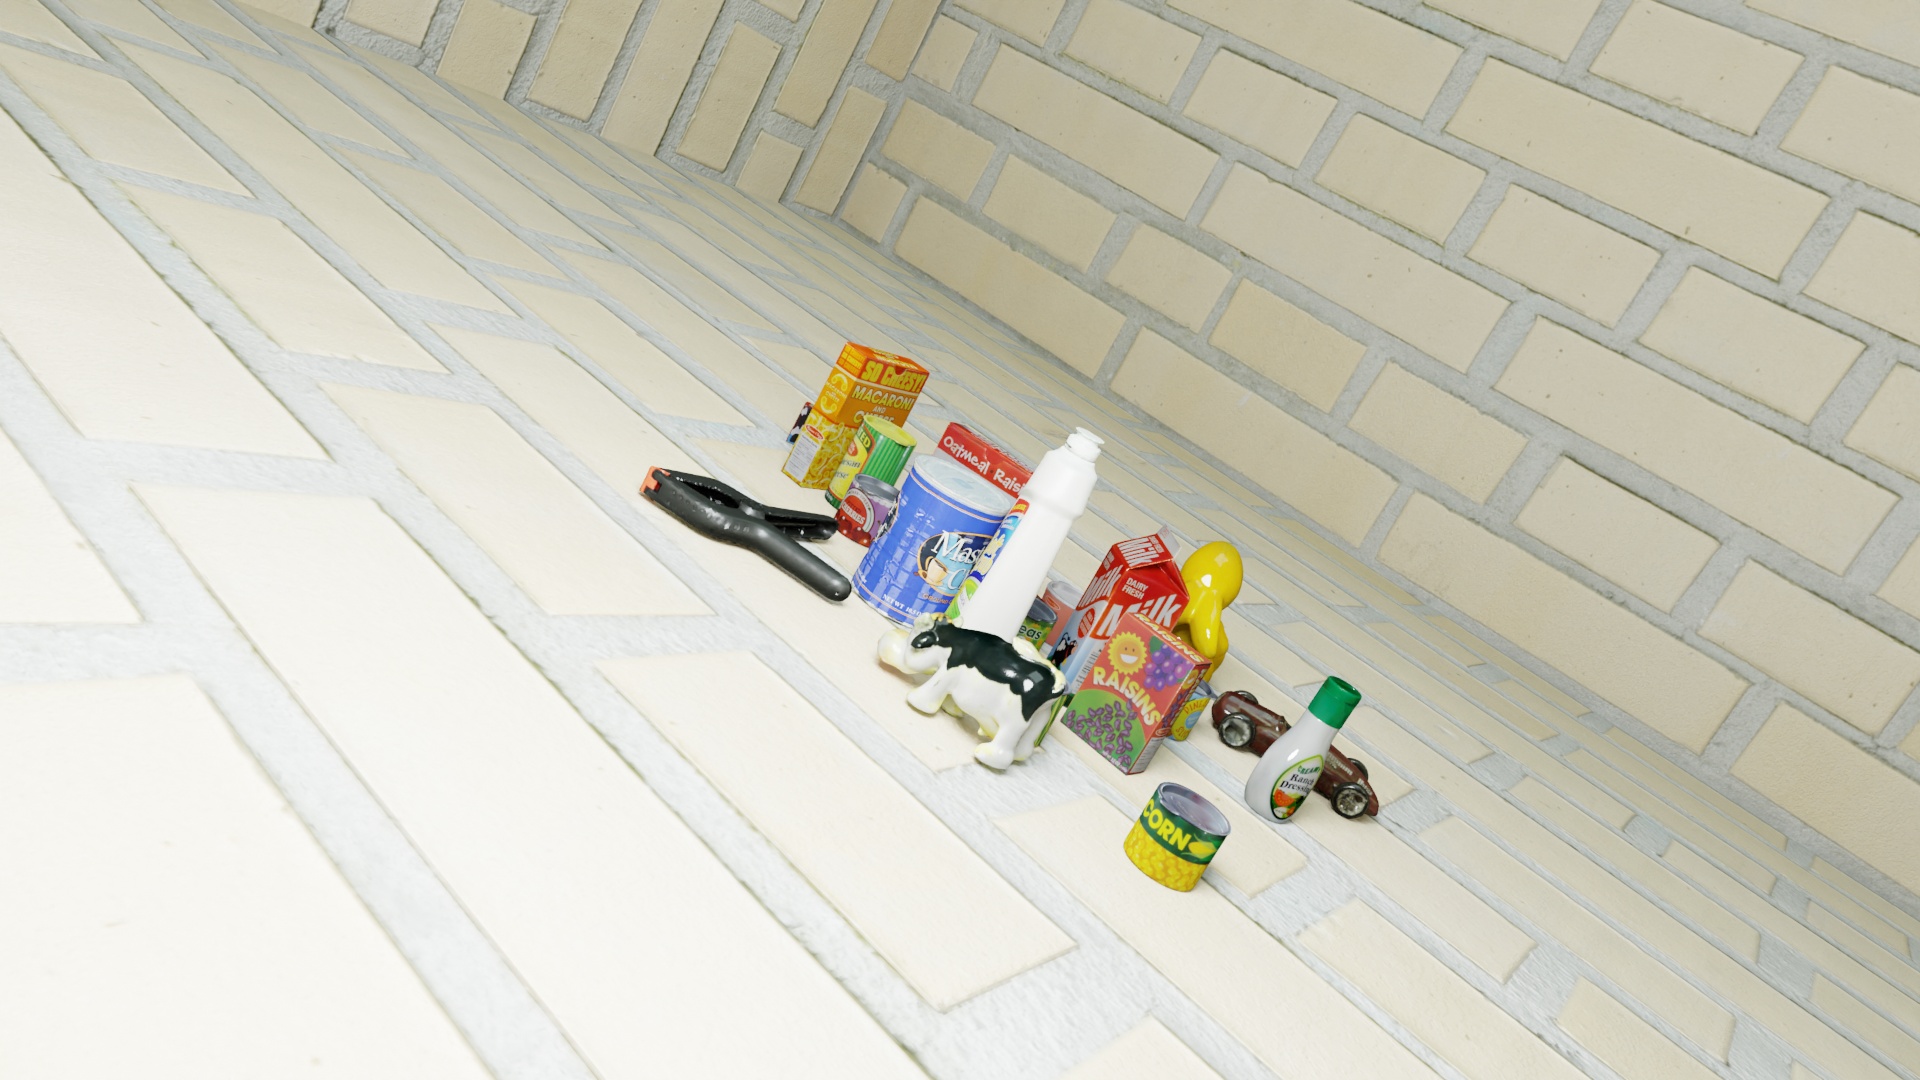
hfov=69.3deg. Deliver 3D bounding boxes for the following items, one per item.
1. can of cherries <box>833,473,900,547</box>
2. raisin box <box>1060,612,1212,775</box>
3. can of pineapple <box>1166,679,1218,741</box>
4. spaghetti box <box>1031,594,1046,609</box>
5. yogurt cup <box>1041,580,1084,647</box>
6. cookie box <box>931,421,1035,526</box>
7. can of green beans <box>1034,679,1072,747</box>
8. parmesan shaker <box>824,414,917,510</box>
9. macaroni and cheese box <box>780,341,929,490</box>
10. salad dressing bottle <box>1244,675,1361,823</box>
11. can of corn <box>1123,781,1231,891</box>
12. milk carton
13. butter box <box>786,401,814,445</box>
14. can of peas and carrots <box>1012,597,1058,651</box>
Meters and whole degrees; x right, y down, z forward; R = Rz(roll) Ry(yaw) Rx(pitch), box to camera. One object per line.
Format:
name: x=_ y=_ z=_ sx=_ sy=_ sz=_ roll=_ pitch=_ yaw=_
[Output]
can of cherries: x=-0.098 y=-0.031 z=1.481 sx=0.071 sy=0.058 sz=0.072 roll=27 pitch=15 yaw=-8
raisin box: x=0.159 y=0.138 z=1.264 sx=0.086 sy=0.123 sz=0.040 roll=38 pitch=17 yaw=30
can of pineapple: x=0.216 y=0.163 z=1.410 sx=0.071 sy=0.057 sz=0.071 roll=27 pitch=15 yaw=-8
spaghetti box: x=0.022 y=0.030 z=1.511 sx=0.029 sy=0.050 sz=0.251 roll=19 pitch=18 yaw=-34
yogurt cup: x=0.111 y=0.083 z=1.491 sx=0.072 sy=0.053 sz=0.072 roll=27 pitch=15 yaw=-8
cookie box: x=0.005 y=-0.018 z=1.413 sx=0.123 sy=0.167 sz=0.040 roll=34 pitch=15 yaw=19
can of green beans: x=0.055 y=0.138 z=1.206 sx=0.071 sy=0.057 sz=0.071 roll=27 pitch=15 yaw=-8
parmesan shaker: x=-0.100 y=-0.078 z=1.545 sx=0.071 sy=0.102 sz=0.071 roll=27 pitch=15 yaw=-8
macaroni and cheese box: x=-0.117 y=-0.135 z=1.579 sx=0.040 sy=0.166 sz=0.124 roll=37 pitch=17 yaw=29
salad dressing bottle: x=0.327 y=0.198 z=1.322 sx=0.064 sy=0.147 sz=0.044 roll=19 pitch=18 yaw=-33
can of corn: x=0.169 y=0.234 z=1.096 sx=0.071 sy=0.058 sz=0.071 roll=27 pitch=15 yaw=-8
milk carton: x=0.157 y=0.075 z=1.339 sx=0.073 sy=0.190 sz=0.072 roll=25 pitch=15 yaw=-14
butter box: x=-0.154 y=-0.122 z=1.687 sx=0.103 sy=0.053 sz=0.024 roll=26 pitch=15 yaw=-9
can of peas and carrots: x=0.054 y=0.086 z=1.370 sx=0.071 sy=0.058 sz=0.071 roll=27 pitch=15 yaw=-8
